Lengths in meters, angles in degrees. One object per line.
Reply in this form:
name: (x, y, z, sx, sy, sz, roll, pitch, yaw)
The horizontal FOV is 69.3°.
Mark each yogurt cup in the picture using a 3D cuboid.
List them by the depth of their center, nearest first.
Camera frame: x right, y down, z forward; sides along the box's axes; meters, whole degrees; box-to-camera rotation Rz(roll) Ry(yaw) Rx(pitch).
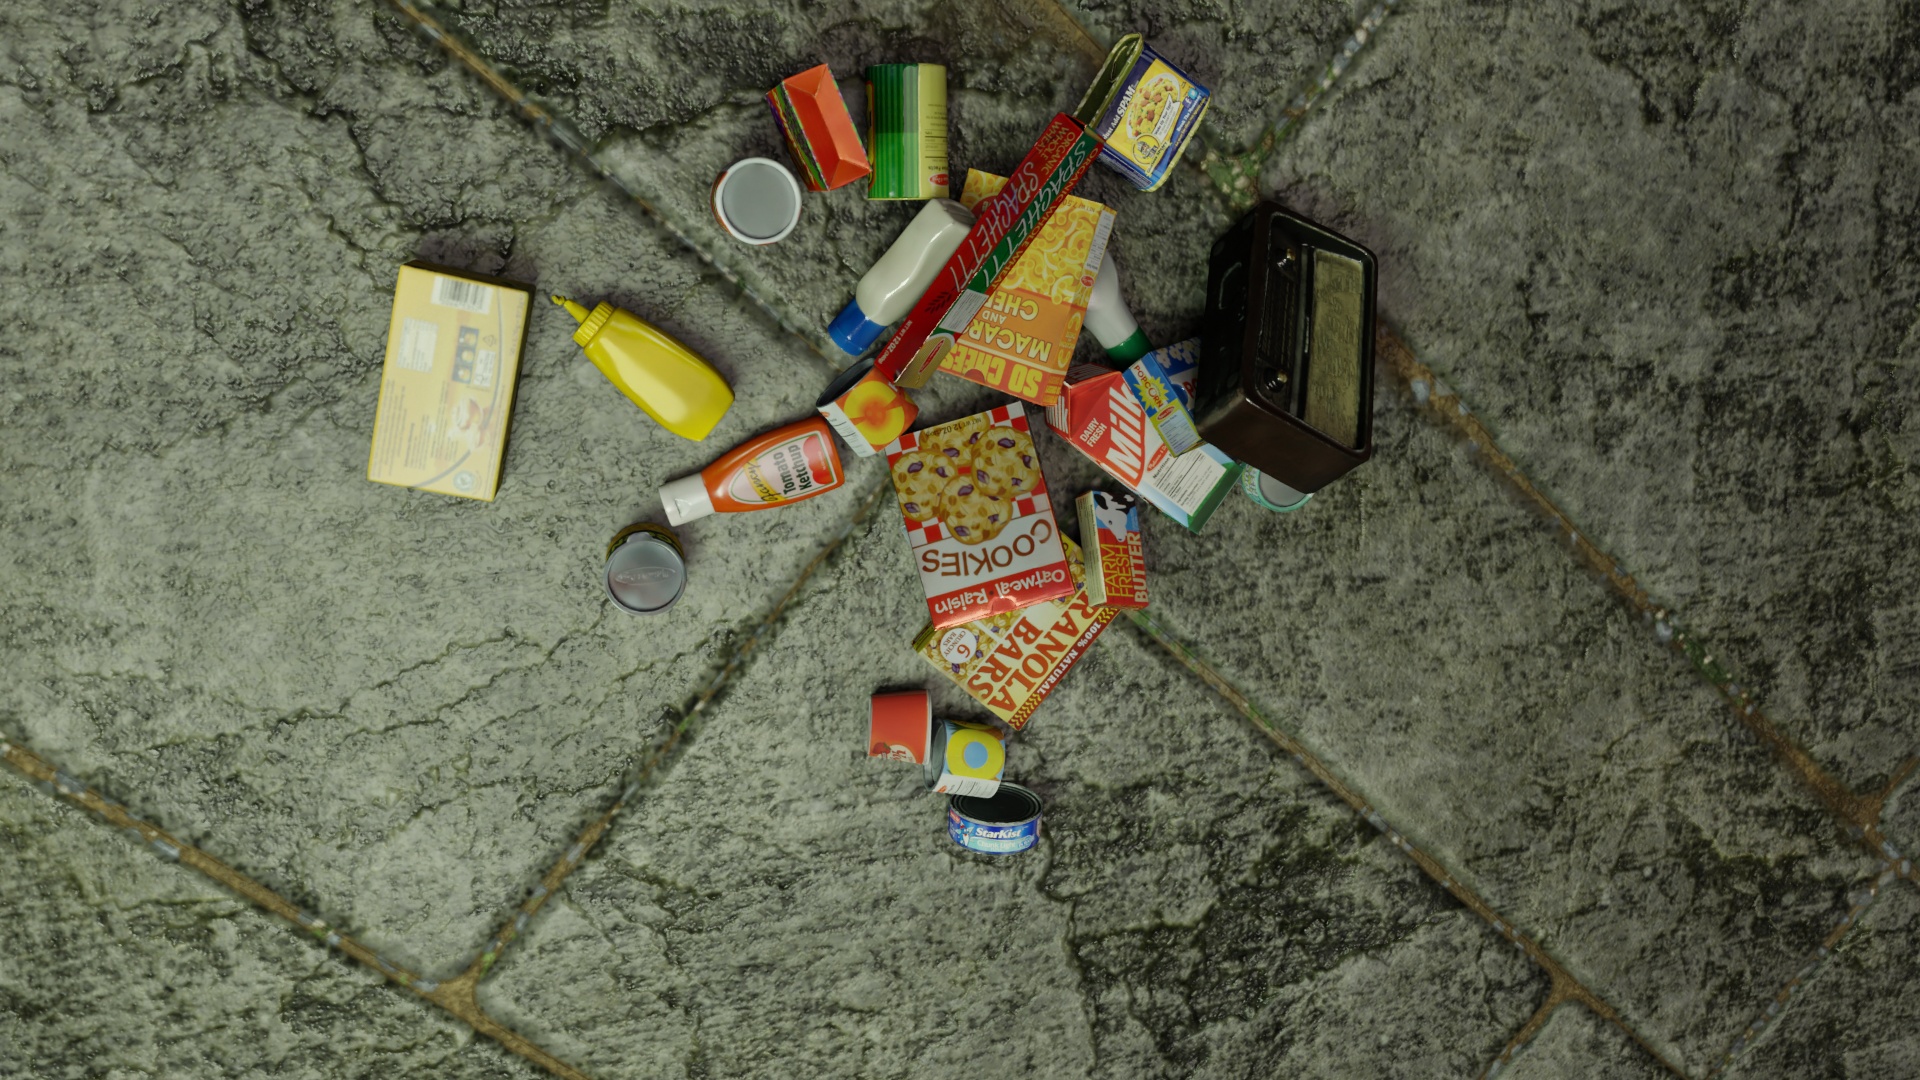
yogurt cup: (-0.054, 0.164, 1.230, 0.054, 0.072, 0.072, 3, 104, -6)

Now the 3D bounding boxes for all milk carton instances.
milk carton: (0.145, -0.092, 1.208, 0.190, 0.072, 0.073, 35, 93, -19)

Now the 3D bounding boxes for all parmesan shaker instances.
parmesan shaker: (-0.042, -0.325, 1.111, 0.071, 0.071, 0.102, -4, 104, -12)

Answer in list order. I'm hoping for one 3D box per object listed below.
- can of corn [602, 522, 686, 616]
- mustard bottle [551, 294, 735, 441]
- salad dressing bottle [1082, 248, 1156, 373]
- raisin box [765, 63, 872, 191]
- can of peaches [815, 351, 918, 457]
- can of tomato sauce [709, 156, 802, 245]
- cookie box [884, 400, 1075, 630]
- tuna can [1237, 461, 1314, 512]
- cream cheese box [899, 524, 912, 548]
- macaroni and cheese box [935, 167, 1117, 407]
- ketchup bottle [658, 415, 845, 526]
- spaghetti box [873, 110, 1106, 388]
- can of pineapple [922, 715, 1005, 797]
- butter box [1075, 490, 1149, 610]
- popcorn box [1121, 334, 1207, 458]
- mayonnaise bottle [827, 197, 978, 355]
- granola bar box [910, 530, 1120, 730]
can of corn: (-0.261, 0.021, 1.147, 0.071, 0.058, 0.071, -3, 105, -12)
mustard bottle: (-0.257, -0.147, 1.111, 0.160, 0.049, 0.065, 39, 92, -18)
salad dressing bottle: (0.117, -0.203, 1.189, 0.064, 0.044, 0.147, -41, 110, -8)
raisin box: (-0.110, -0.313, 1.065, 0.040, 0.123, 0.086, -26, 108, -6)
can of peaches: (-0.075, -0.113, 1.154, 0.071, 0.071, 0.058, -40, 109, -1)
can of tomato sauce: (-0.160, -0.264, 1.087, 0.071, 0.083, 0.071, -3, 104, -12)
cookie box: (0.016, -0.020, 1.167, 0.123, 0.040, 0.167, -16, 85, 7)
tuna can: (0.290, -0.060, 1.270, 0.071, 0.033, 0.071, -3, 104, -13)
cream cheese box: (0.004, -0.015, 1.202, 0.104, 0.024, 0.053, -33, 85, 5)
macaroni and cheese box: (0.042, -0.207, 1.137, 0.124, 0.040, 0.166, 21, 100, 23)
ketchup bottle: (-0.175, -0.053, 1.157, 0.149, 0.043, 0.064, -20, 112, -7)
spaghetti box: (0.022, -0.225, 1.095, 0.029, 0.050, 0.249, 44, 108, 18)
can of pineapple: (0.003, 0.194, 1.250, 0.058, 0.071, 0.071, 10, 101, -16)
butter box: (0.134, 0.010, 1.224, 0.053, 0.024, 0.104, 5, 71, -34)
popcorn box: (0.202, -0.127, 1.179, 0.127, 0.038, 0.085, -24, 80, -48)
mayonnaise bottle: (-0.048, -0.212, 1.123, 0.147, 0.065, 0.041, -43, 75, 24)
granola bar box: (0.056, 0.070, 1.244, 0.124, 0.039, 0.165, 39, 92, -19)
